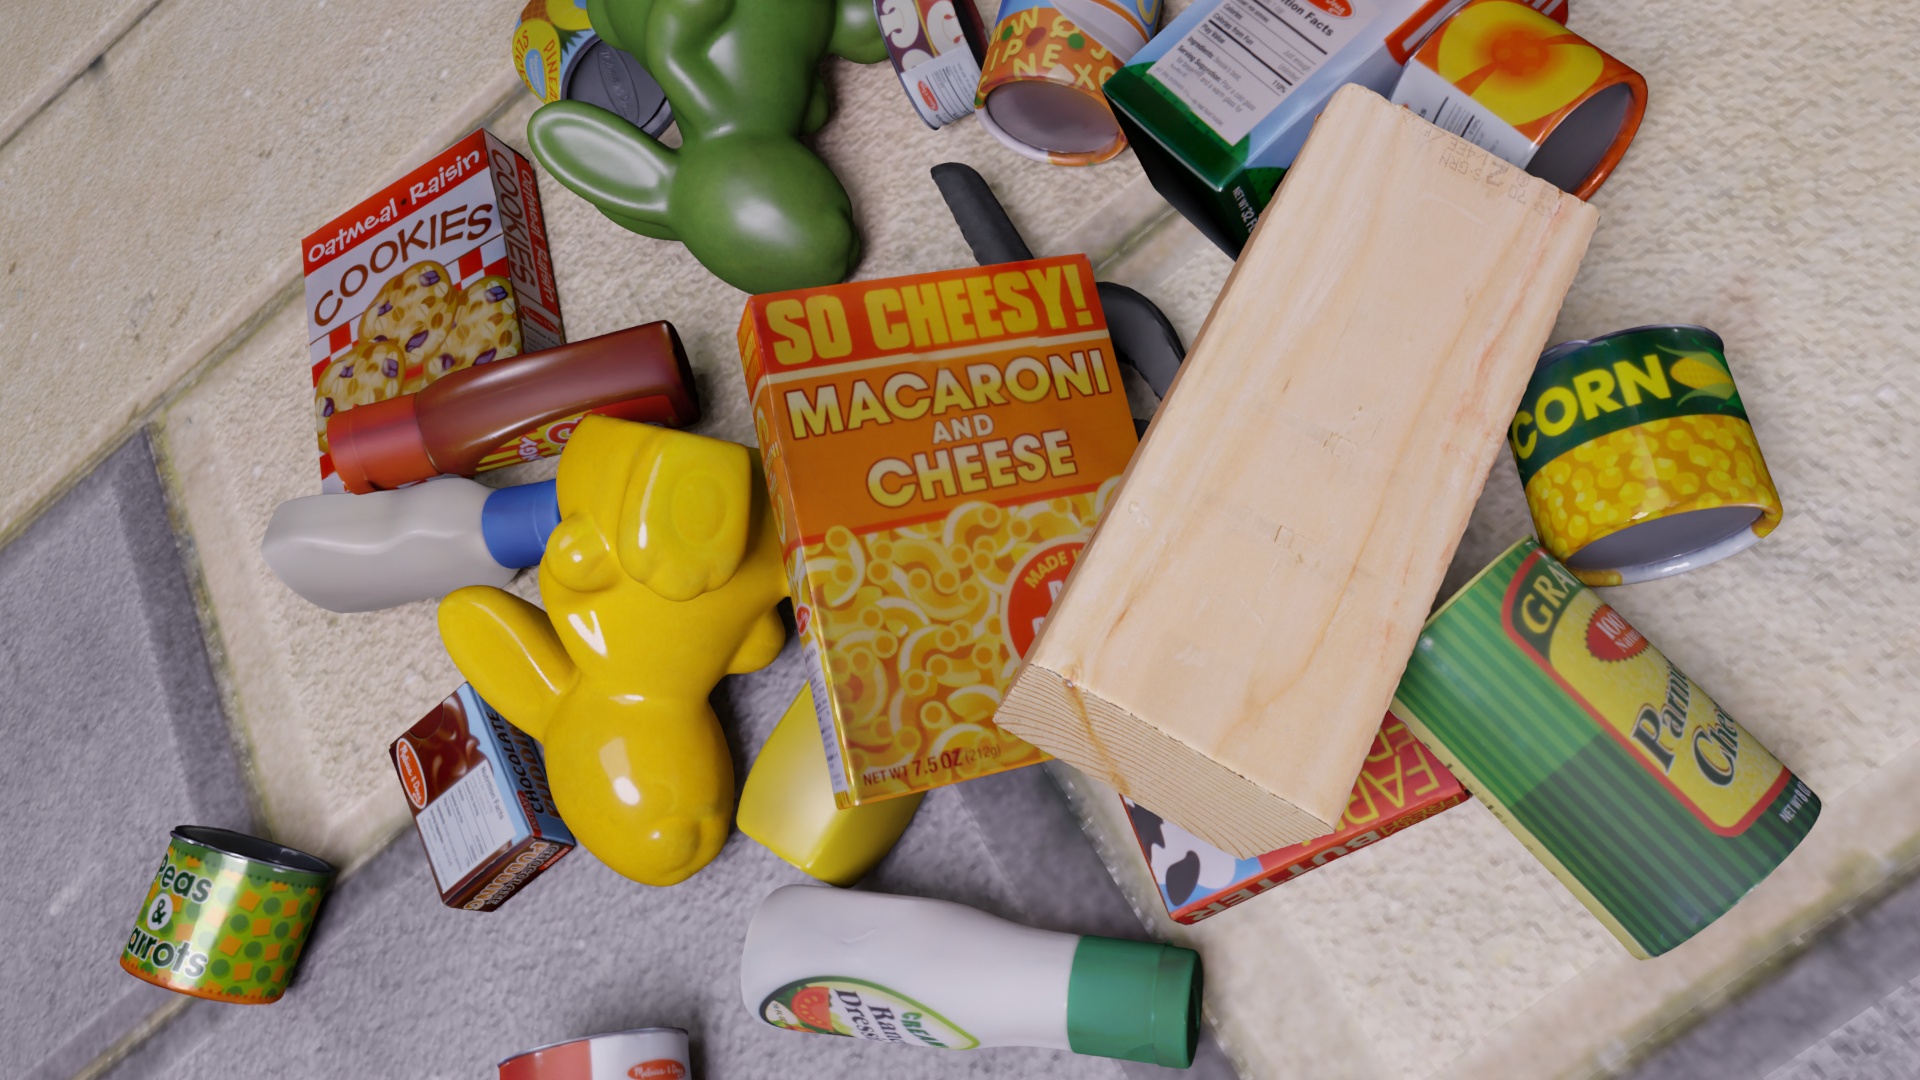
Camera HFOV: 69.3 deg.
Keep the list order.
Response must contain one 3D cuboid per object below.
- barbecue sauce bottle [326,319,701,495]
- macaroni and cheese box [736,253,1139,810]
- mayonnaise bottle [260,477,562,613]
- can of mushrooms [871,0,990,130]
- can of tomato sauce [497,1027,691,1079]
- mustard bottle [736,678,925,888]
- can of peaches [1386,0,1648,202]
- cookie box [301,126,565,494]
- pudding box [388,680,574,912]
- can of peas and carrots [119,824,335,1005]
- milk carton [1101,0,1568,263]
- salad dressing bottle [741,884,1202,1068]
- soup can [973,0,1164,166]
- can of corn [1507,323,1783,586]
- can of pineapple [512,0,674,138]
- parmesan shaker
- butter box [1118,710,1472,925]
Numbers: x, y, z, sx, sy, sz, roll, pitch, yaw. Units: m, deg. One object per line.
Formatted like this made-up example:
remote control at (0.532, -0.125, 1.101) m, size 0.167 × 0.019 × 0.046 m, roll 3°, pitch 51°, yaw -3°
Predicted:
barbecue sauce bottle at (-0.190, -0.055, 0.594) m, size 0.149 × 0.064 × 0.044 m, roll -14°, pitch 80°, yaw -5°
macaroni and cheese box at (0.002, -0.006, 0.467) m, size 0.124 × 0.040 × 0.166 m, roll -10°, pitch 79°, yaw -17°
mayonnaise bottle at (-0.234, -0.001, 0.623) m, size 0.148 × 0.064 × 0.041 m, roll -8°, pitch 55°, yaw 17°
can of mushrooms at (-0.010, -0.217, 0.599) m, size 0.033 × 0.071 × 0.071 m, roll -19°, pitch 64°, yaw 17°
can of tomato sauce at (-0.125, 0.219, 0.482) m, size 0.071 × 0.071 × 0.083 m, roll -20°, pitch 64°, yaw 17°
mustard bottle at (-0.019, 0.046, 0.505) m, size 0.049 × 0.065 × 0.160 m, roll 25°, pitch 76°, yaw 24°
can of peaches at (0.192, -0.147, 0.479) m, size 0.071 × 0.071 × 0.058 m, roll -42°, pitch 59°, yaw 5°
cookie box at (-0.261, -0.107, 0.689) m, size 0.123 × 0.040 × 0.168 m, roll -25°, pitch 63°, yaw 14°
pudding box at (-0.201, 0.106, 0.582) m, size 0.049 × 0.030 × 0.084 m, roll -40°, pitch 59°, yaw 8°
can of peas and carrots at (-0.312, 0.158, 0.589) m, size 0.071 × 0.071 × 0.059 m, roll 11°, pitch 76°, yaw 28°
milk carton at (0.154, -0.193, 0.511) m, size 0.190 × 0.072 × 0.073 m, roll -42°, pitch 58°, yaw 6°
salad dressing bottle at (0.003, 0.144, 0.457) m, size 0.147 × 0.064 × 0.044 m, roll 1°, pitch 49°, yaw 17°
soup can at (0.048, -0.207, 0.567) m, size 0.071 × 0.071 × 0.084 m, roll 7°, pitch 74°, yaw 27°
can of corn at (0.204, -0.024, 0.422) m, size 0.071 × 0.071 × 0.058 m, roll -15°, pitch 66°, yaw 19°
can of pineapple at (-0.180, -0.234, 0.684) m, size 0.071 × 0.071 × 0.058 m, roll -46°, pitch 58°, yaw 2°
parmesan shaker at (0.178, 0.056, 0.397) m, size 0.071 × 0.071 × 0.103 m, roll -44°, pitch 71°, yaw 4°
butter box at (0.106, 0.080, 0.452) m, size 0.103 × 0.024 × 0.053 m, roll -28°, pitch 61°, yaw 13°
